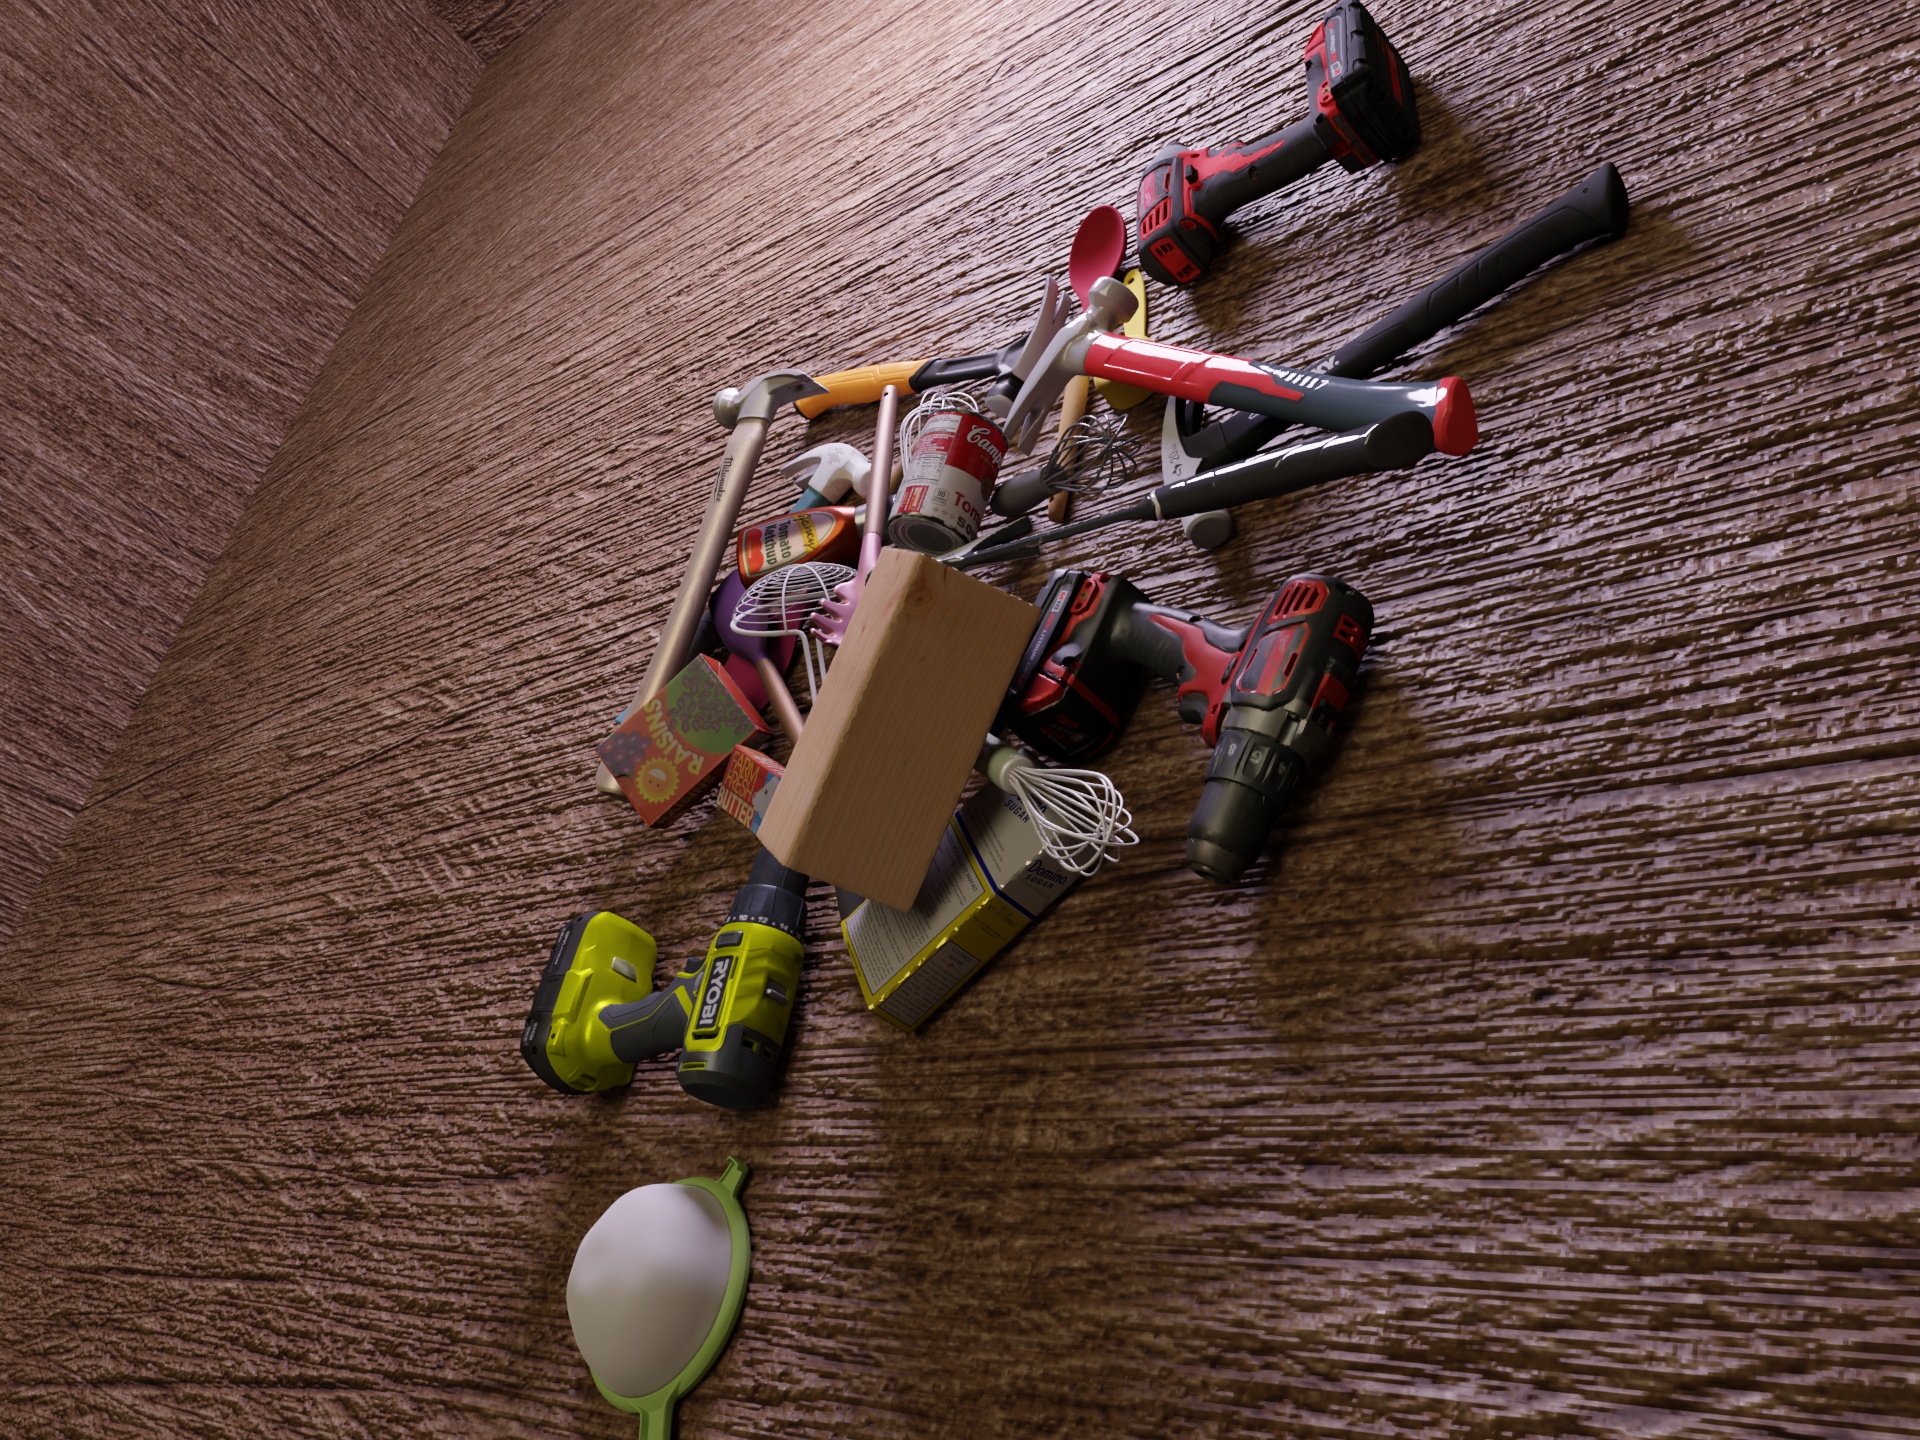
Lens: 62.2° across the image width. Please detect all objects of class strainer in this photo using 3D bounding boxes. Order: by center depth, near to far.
[{"bbox_3d":[-0.207,0.398,0.989,0.151,0.069,0.257,-33,39,25],"label":"strainer"}]

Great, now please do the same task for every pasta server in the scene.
[{"bbox_3d":[-0.071,-0.169,1.275,0.060,0.040,0.317,-14,47,20],"label":"pasta server"}]

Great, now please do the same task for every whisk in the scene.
[{"bbox_3d":[0.038,0.036,0.968,0.246,0.059,0.058,33,111,64],"label":"whisk"},{"bbox_3d":[0.067,-0.176,1.140,0.055,0.055,0.239,-61,15,-11],"label":"whisk"},{"bbox_3d":[-0.026,-0.146,1.262,0.070,0.070,0.285,-17,54,38],"label":"whisk"}]

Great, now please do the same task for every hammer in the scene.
[{"bbox_3d":[0.116,-0.133,1.015,0.149,0.036,0.409,-25,10,-41],"label":"hammer"},{"bbox_3d":[0.274,-0.250,1.037,0.334,0.035,0.146,-32,42,25],"label":"hammer"},{"bbox_3d":[0.174,-0.210,1.052,0.143,0.038,0.387,-57,38,-3],"label":"hammer"},{"bbox_3d":[-0.228,-0.123,1.404,0.146,0.038,0.411,-1,66,49],"label":"hammer"},{"bbox_3d":[-0.042,-0.317,1.435,0.337,0.034,0.127,4,64,49],"label":"hammer"},{"bbox_3d":[-0.198,-0.115,1.438,0.331,0.033,0.128,-50,37,3],"label":"hammer"}]

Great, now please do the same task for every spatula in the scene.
[{"bbox_3d":[-0.153,-0.032,1.308,0.060,0.018,0.316,-45,43,14],"label":"spatula"}]

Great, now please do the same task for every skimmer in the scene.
[{"bbox_3d":[-0.099,0.018,1.209,0.127,0.090,0.364,-9,57,-5],"label":"skimmer"}]

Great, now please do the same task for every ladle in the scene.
[{"bbox_3d":[0.097,-0.287,1.267,0.069,0.031,0.316,-27,44,48],"label":"ladle"}]

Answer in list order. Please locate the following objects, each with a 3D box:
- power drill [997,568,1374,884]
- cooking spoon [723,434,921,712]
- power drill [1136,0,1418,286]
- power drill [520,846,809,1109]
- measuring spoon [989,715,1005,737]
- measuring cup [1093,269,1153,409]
[{"bbox_3d":[0.125,-0.005,0.964,0.227,0.080,0.188,10,69,47],"label":"power drill"},{"bbox_3d":[-0.111,-0.128,1.366,0.069,0.017,0.319,33,86,39],"label":"cooking spoon"},{"bbox_3d":[0.229,-0.436,1.211,0.219,0.078,0.143,-26,43,35],"label":"power drill"},{"bbox_3d":[-0.205,0.186,1.161,0.228,0.080,0.191,-14,51,37],"label":"power drill"},{"bbox_3d":[-0.002,-0.004,1.152,0.129,0.021,0.042,8,67,60],"label":"measuring spoon"},{"bbox_3d":[0.130,-0.308,1.245,0.062,0.029,0.157,-25,46,32],"label":"measuring cup"}]
